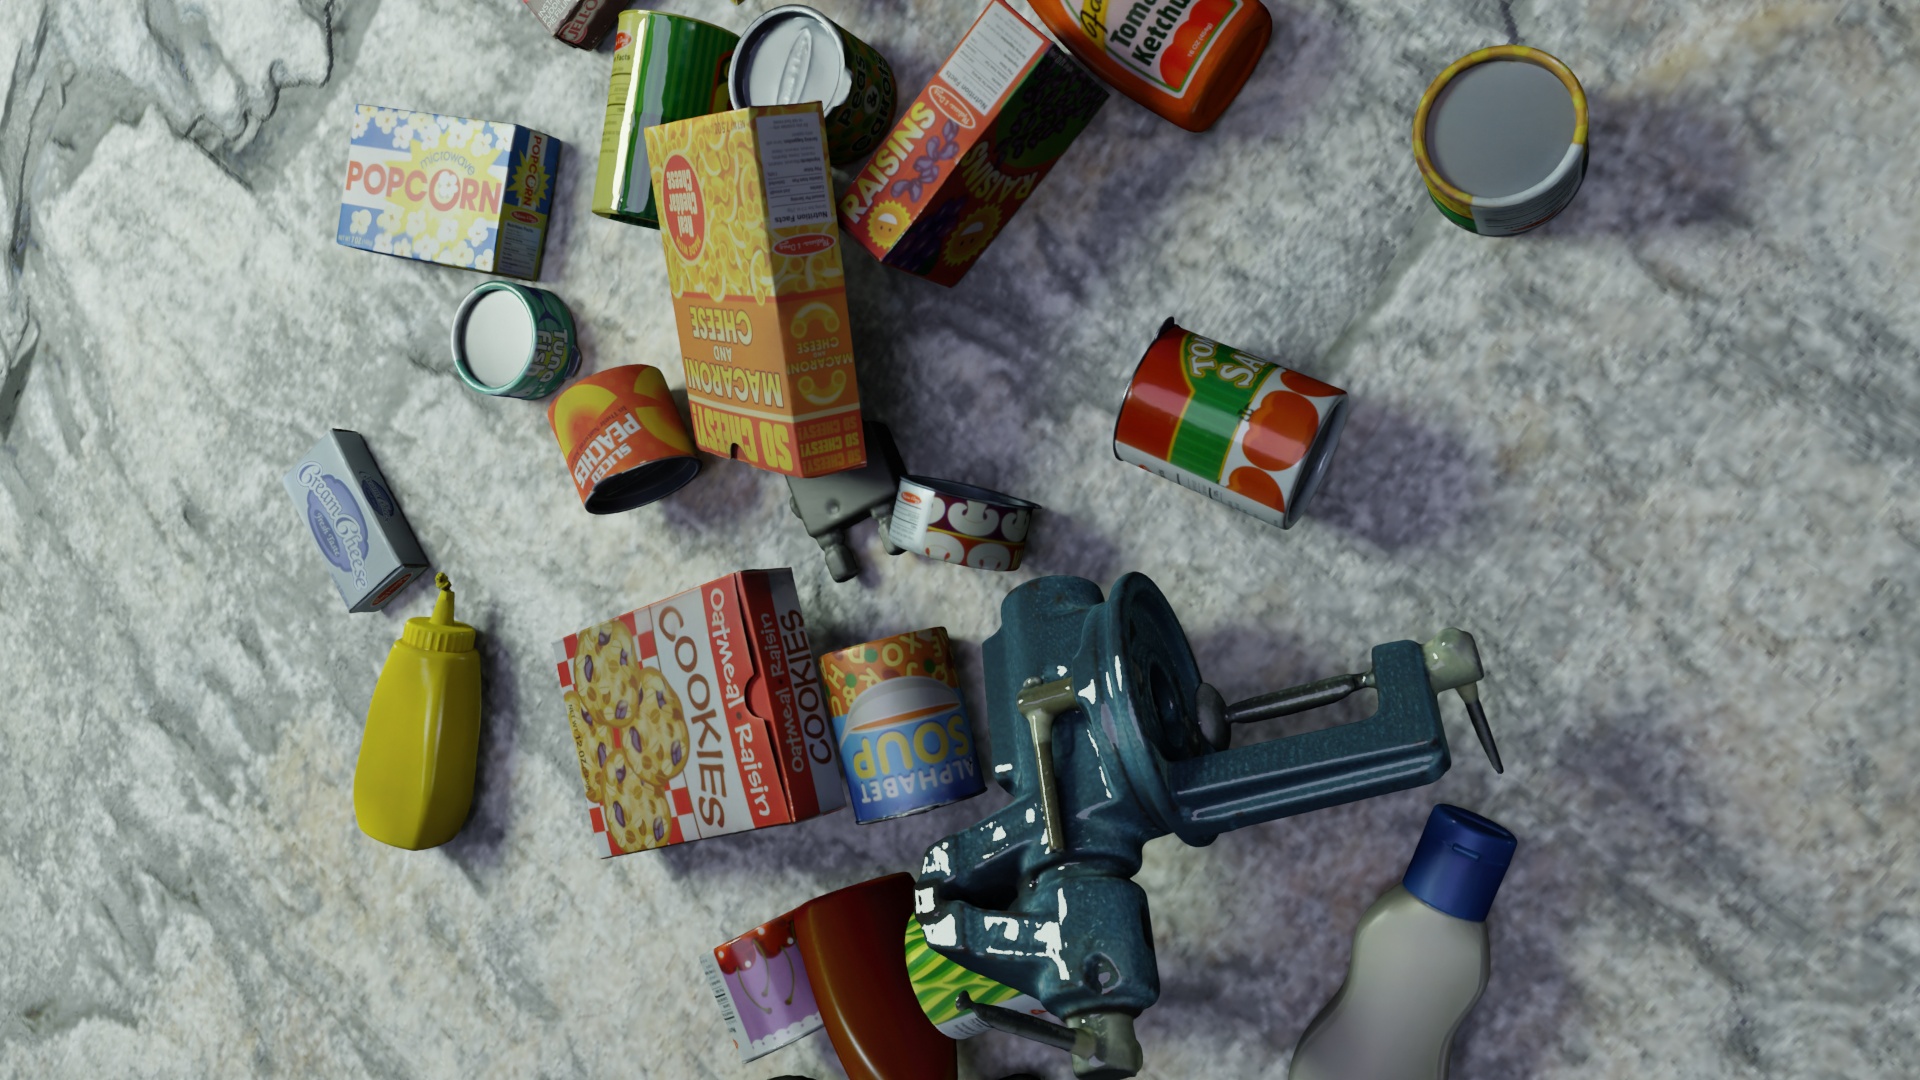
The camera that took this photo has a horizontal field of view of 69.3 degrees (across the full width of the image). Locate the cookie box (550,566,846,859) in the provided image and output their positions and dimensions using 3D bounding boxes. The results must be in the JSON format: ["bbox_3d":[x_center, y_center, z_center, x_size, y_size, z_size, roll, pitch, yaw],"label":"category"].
[{"bbox_3d":[-0.140,0.092,0.716,0.167,0.040,0.123,-19,82,40],"label":"cookie box"}]

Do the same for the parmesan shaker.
[{"bbox_3d":[-0.155,-0.218,0.735,0.071,0.071,0.103,12,96,23],"label":"parmesan shaker"}]

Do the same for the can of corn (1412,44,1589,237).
[{"bbox_3d":[0.221,-0.165,0.571,0.071,0.058,0.071,0,91,23],"label":"can of corn"}]

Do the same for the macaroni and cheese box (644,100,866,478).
[{"bbox_3d":[-0.101,-0.120,0.670,0.124,0.040,0.166,16,117,55],"label":"macaroni and cheese box"}]

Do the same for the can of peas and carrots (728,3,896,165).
[{"bbox_3d":[-0.071,-0.227,0.699,0.071,0.059,0.071,1,91,23],"label":"can of peas and carrots"}]

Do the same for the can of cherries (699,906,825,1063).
[{"bbox_3d":[-0.090,0.223,0.709,0.071,0.071,0.058,-31,77,21],"label":"can of cherries"}]

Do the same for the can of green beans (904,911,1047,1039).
[{"bbox_3d":[0.015,0.196,0.660,0.057,0.071,0.071,-27,80,22],"label":"can of green beans"}]

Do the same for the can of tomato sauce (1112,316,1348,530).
[{"bbox_3d":[0.120,-0.052,0.612,0.083,0.071,0.071,25,101,21],"label":"can of tomato sauce"}]

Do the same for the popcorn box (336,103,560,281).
[{"bbox_3d":[-0.301,-0.204,0.812,0.127,0.038,0.085,14,95,23],"label":"popcorn box"}]

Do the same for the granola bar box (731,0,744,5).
[{"bbox_3d":[-0.120,-0.366,0.706,0.124,0.039,0.166,-40,74,-8],"label":"granola bar box"}]

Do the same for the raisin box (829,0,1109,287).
[{"bbox_3d":[0.005,-0.182,0.651,0.040,0.086,0.123,45,107,15],"label":"raisin box"}]

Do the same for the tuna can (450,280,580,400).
[{"bbox_3d":[-0.255,-0.113,0.795,0.071,0.033,0.071,0,90,24],"label":"tuna can"}]

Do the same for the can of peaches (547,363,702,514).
[{"bbox_3d":[-0.181,-0.054,0.742,0.071,0.071,0.058,-29,78,21],"label":"can of peaches"}]

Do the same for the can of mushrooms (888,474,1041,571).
[{"bbox_3d":[0.002,-0.008,0.666,0.071,0.071,0.033,15,97,23],"label":"can of mushrooms"}]

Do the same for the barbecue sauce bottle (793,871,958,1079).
[{"bbox_3d":[-0.030,0.239,0.667,0.043,0.065,0.149,-50,55,57],"label":"barbecue sauce bottle"}]

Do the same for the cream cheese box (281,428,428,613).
[{"bbox_3d":[-0.373,-0.012,0.852,0.053,0.024,0.104,-37,76,19],"label":"cream cheese box"}]

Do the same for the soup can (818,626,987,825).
[{"bbox_3d":[-0.029,0.089,0.676,0.071,0.071,0.084,-17,84,23],"label":"soup can"}]

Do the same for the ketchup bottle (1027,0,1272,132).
[{"bbox_3d":[0.068,-0.252,0.647,0.149,0.043,0.064,38,101,19],"label":"ketchup bottle"}]

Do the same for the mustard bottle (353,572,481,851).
[{"bbox_3d":[-0.311,0.097,0.813,0.065,0.049,0.160,14,95,23],"label":"mustard bottle"}]

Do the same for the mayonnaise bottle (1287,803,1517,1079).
[{"bbox_3d":[0.194,0.187,0.596,0.065,0.041,0.148,23,98,20],"label":"mayonnaise bottle"}]
